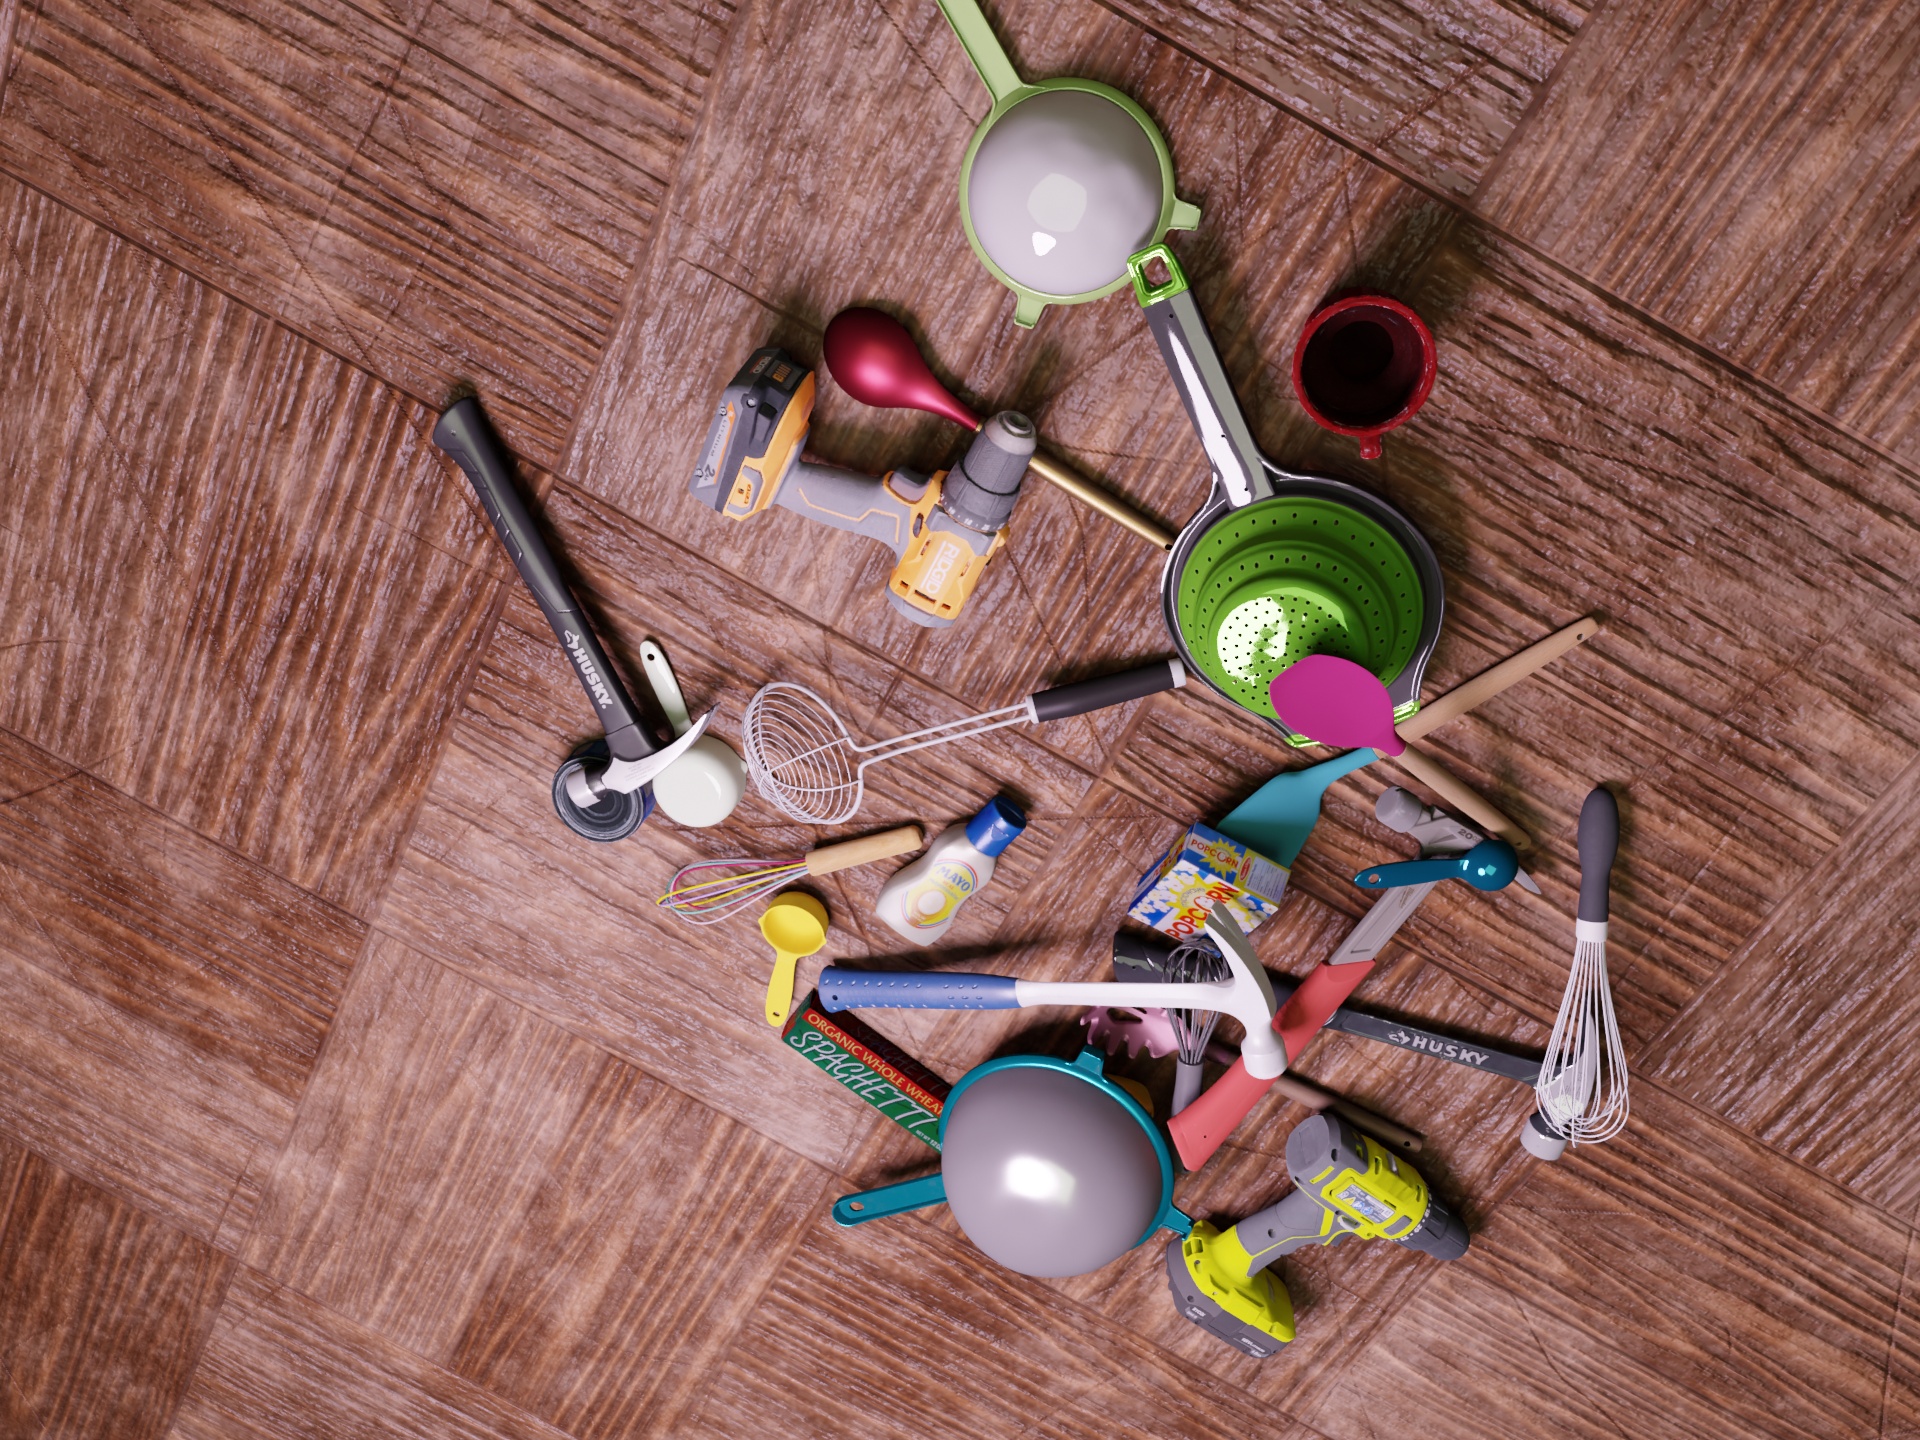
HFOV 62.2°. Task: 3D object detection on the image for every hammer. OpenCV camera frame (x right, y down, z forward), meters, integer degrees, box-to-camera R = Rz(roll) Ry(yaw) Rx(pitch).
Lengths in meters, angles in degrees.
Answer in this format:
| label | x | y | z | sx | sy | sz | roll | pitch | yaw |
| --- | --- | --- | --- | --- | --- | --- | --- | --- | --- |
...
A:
| label | x | y | z | sx | sy | sz | roll | pitch | yaw |
| --- | --- | --- | --- | --- | --- | --- | --- | --- | --- |
| hammer | -0.320 | -0.101 | 1.271 | 0.146 | 0.035 | 0.334 | -23 | 101 | 17 |
| hammer | 0.323 | 0.245 | 1.319 | 0.409 | 0.036 | 0.149 | 15 | 115 | 4 |
| hammer | 0.293 | 0.223 | 1.266 | 0.149 | 0.037 | 0.359 | 31 | 106 | -17 |
| hammer | 0.058 | 0.217 | 1.299 | 0.405 | 0.035 | 0.144 | -4 | 114 | 30 |

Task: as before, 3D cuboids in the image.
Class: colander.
| label | x | y | z | sx | sy | sz | roll | pitch | yaw |
| --- | --- | --- | --- | --- | --- | --- | --- | --- | --- |
| colander | 0.202 | -0.136 | 1.108 | 0.204 | 0.094 | 0.396 | -18 | 111 | 27 |

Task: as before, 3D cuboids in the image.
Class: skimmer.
| label | x | y | z | sx | sy | sz | roll | pitch | yaw |
| --- | --- | --- | --- | --- | --- | --- | --- | --- | --- |
| skimmer | -0.002 | -0.004 | 1.274 | 0.363 | 0.090 | 0.127 | -14 | 108 | 6 |

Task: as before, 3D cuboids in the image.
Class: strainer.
| label | x | y | z | sx | sy | sz | roll | pitch | yaw |
| --- | --- | --- | --- | --- | --- | --- | --- | --- | --- |
| strainer | 0.014 | 0.413 | 1.362 | 0.340 | 0.095 | 0.211 | -22 | 103 | 27 |
| strainer | 0.041 | -0.396 | 1.064 | 0.151 | 0.069 | 0.256 | -27 | 108 | 21 |

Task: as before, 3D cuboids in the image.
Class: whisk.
| label | x | y | z | sx | sy | sz | roll | pitch | yaw |
| --- | --- | --- | --- | --- | --- | --- | --- | --- | --- |
| whisk | -0.147 | 0.127 | 1.360 | 0.245 | 0.051 | 0.047 | -15 | 131 | 13 |
| whisk | 0.189 | 0.282 | 1.317 | 0.055 | 0.055 | 0.238 | 4 | 116 | 9 |
| whisk | 0.486 | 0.192 | 1.228 | 0.070 | 0.070 | 0.284 | 2 | 98 | 10 |

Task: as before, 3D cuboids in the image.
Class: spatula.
| label | x | y | z | sx | sy | sz | roll | pitch | yaw |
| --- | --- | --- | --- | --- | --- | --- | --- | --- | --- |
| spatula | 0.340 | 0.017 | 1.207 | 0.317 | 0.044 | 0.082 | -34 | 118 | 21 |

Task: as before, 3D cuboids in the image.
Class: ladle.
| label | x | y | z | sx | sy | sz | roll | pitch | yaw |
| --- | --- | --- | --- | --- | --- | --- | --- | --- | --- |
| ladle | 0.034 | -0.205 | 1.178 | 0.315 | 0.031 | 0.069 | 31 | 121 | -5 |

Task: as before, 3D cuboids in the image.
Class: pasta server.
| label | x | y | z | sx | sy | sz | roll | pitch | yaw |
| --- | --- | --- | --- | --- | --- | --- | --- | --- | --- |
| pasta server | 0.251 | 0.303 | 1.357 | 0.316 | 0.040 | 0.060 | 25 | 111 | -2 |

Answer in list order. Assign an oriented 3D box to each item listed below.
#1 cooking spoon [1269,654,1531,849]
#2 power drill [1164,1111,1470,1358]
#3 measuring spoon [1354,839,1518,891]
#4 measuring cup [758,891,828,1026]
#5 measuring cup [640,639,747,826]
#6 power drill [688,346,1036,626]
| label | x | y | z | sx | sy | sz | roll | pitch | yaw |
| --- | --- | --- | --- | --- | --- | --- | --- | --- | --- |
| cooking spoon | 0.328 | 0.030 | 1.148 | 0.068 | 0.017 | 0.318 | -36 | 131 | 28 |
| power drill | 0.311 | 0.458 | 1.390 | 0.190 | 0.080 | 0.228 | 36 | 115 | -19 |
| measuring spoon | 0.361 | 0.117 | 1.198 | 0.128 | 0.021 | 0.042 | -6 | 112 | -6 |
| measuring cup | -0.152 | 0.212 | 1.409 | 0.062 | 0.029 | 0.156 | 17 | 128 | 3 |
| measuring cup | -0.235 | 0.014 | 1.321 | 0.083 | 0.038 | 0.167 | -12 | 113 | 16 |
| power drill | -0.066 | -0.185 | 1.160 | 0.226 | 0.084 | 0.185 | 28 | 131 | -5 |
